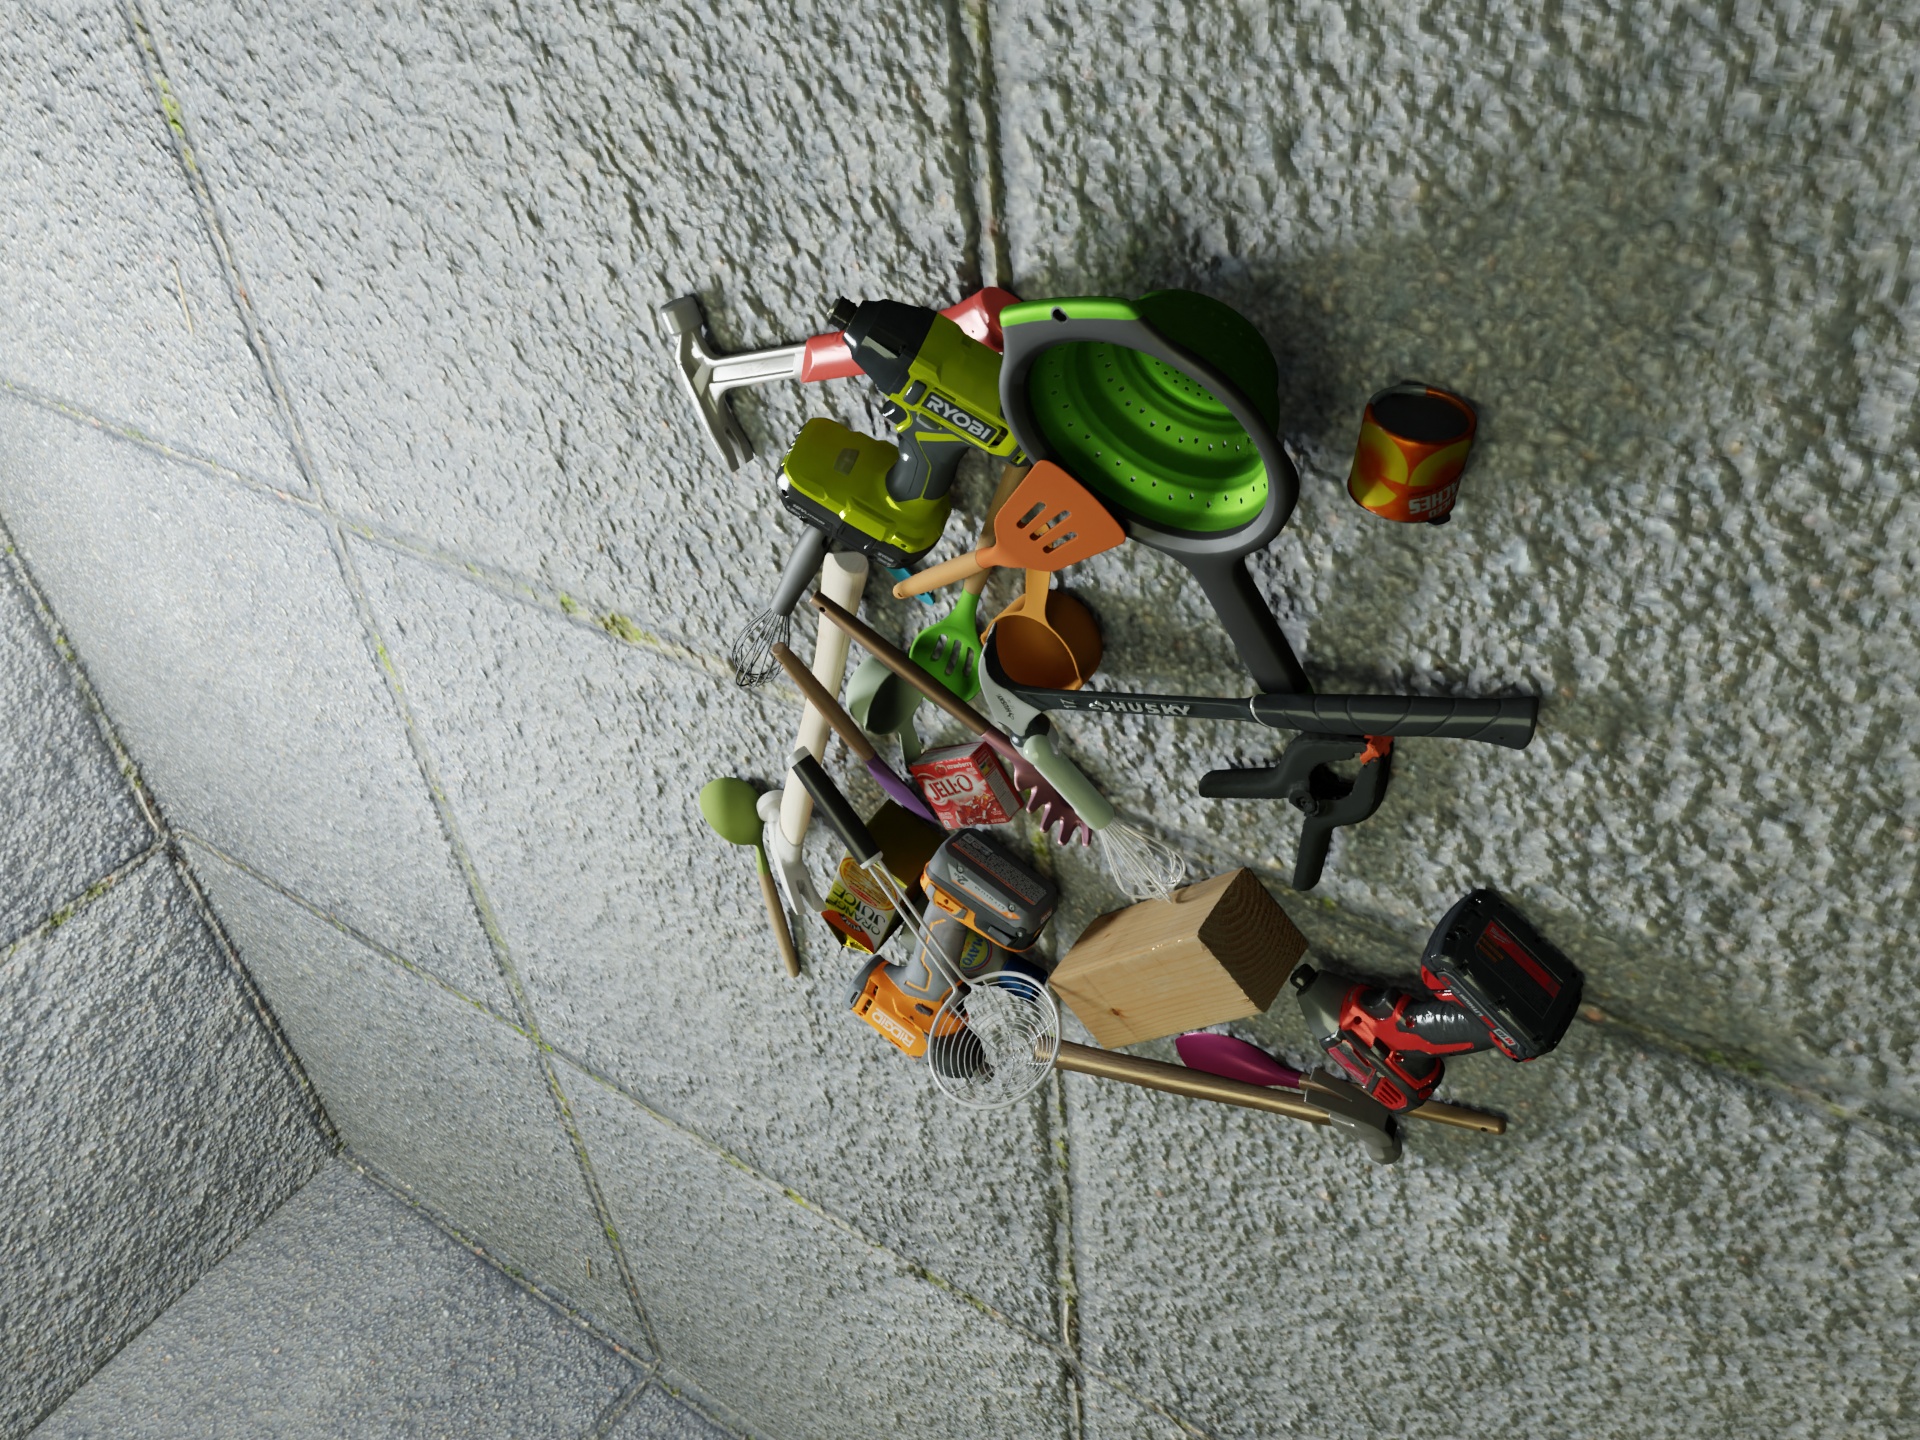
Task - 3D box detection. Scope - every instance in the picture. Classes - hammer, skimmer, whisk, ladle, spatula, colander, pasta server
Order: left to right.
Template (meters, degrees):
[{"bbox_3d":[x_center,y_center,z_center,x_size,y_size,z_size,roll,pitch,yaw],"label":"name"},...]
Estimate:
[{"bbox_3d":[-0.224,0.184,1.758,0.062,0.078,0.319,-8,133,1],"label":"ladle"},{"bbox_3d":[-0.159,-0.105,1.440,0.055,0.055,0.238,41,138,5],"label":"whisk"},{"bbox_3d":[-0.131,0.011,1.481,0.410,0.038,0.146,107,147,-45],"label":"hammer"},{"bbox_3d":[-0.088,-0.272,1.222,0.359,0.037,0.149,4,126,42],"label":"hammer"},{"bbox_3d":[-0.094,0.016,1.412,0.060,0.018,0.315,26,164,32],"label":"spatula"},{"bbox_3d":[-0.045,0.175,1.408,0.363,0.127,0.090,54,-178,2],"label":"skimmer"},{"bbox_3d":[-0.002,-0.004,1.344,0.316,0.040,0.060,38,129,-10],"label":"pasta server"},{"bbox_3d":[0.015,-0.125,1.196,0.081,0.041,0.322,41,163,-15],"label":"spatula"},{"bbox_3d":[0.116,0.082,1.281,0.059,0.058,0.246,-32,134,13],"label":"whisk"},{"bbox_3d":[0.219,0.324,1.414,0.331,0.031,0.129,7,150,28],"label":"hammer"},{"bbox_3d":[0.174,-0.153,1.059,0.205,0.094,0.396,11,149,44],"label":"colander"},{"bbox_3d":[0.197,-0.012,1.130,0.409,0.036,0.149,3,148,30],"label":"hammer"}]

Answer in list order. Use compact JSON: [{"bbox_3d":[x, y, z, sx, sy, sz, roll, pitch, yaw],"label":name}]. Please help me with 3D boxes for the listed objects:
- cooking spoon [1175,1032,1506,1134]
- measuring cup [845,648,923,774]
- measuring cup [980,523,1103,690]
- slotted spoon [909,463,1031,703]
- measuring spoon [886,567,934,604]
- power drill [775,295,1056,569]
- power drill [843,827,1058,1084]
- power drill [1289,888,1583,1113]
[{"bbox_3d":[0.324,0.323,1.399,0.319,0.017,0.068,3,128,42],"label":"cooking spoon"},{"bbox_3d":[-0.062,-0.004,1.432,0.038,0.083,0.167,36,158,26],"label":"measuring cup"},{"bbox_3d":[0.070,-0.092,1.228,0.095,0.052,0.173,26,137,24],"label":"measuring cup"},{"bbox_3d":[0.019,-0.122,1.268,0.070,0.031,0.313,28,138,6],"label":"slotted spoon"},{"bbox_3d":[-0.063,-0.148,1.335,0.128,0.021,0.042,45,151,-15],"label":"measuring spoon"},{"bbox_3d":[-0.046,-0.211,1.159,0.171,0.080,0.223,28,151,-12],"label":"power drill"},{"bbox_3d":[0.001,0.233,1.504,0.164,0.084,0.226,36,117,13],"label":"power drill"},{"bbox_3d":[0.356,0.220,1.231,0.143,0.078,0.219,44,146,2],"label":"power drill"}]
